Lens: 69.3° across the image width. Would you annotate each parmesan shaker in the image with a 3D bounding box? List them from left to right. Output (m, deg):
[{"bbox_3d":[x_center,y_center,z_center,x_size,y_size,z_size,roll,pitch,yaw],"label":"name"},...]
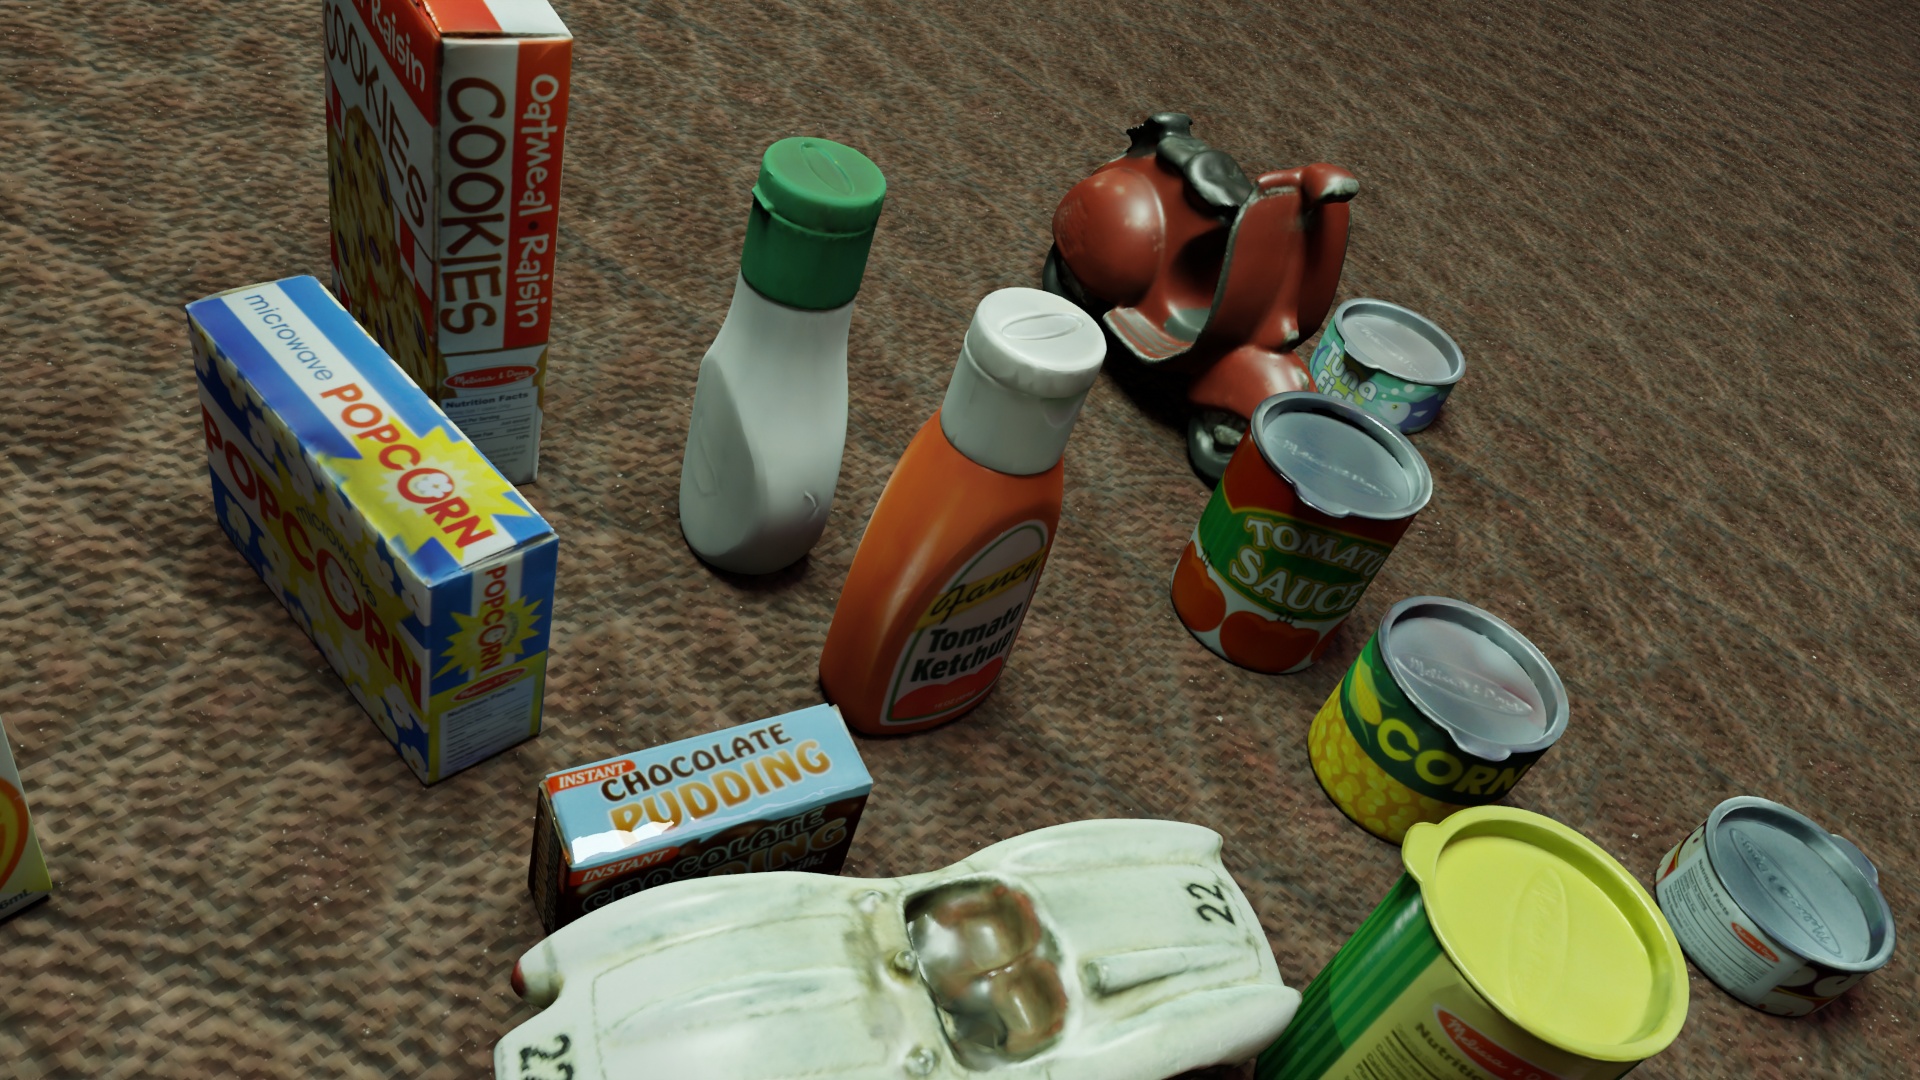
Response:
[{"bbox_3d":[0.123,0.124,0.358,0.071,0.102,0.072,11,42,-10],"label":"parmesan shaker"}]

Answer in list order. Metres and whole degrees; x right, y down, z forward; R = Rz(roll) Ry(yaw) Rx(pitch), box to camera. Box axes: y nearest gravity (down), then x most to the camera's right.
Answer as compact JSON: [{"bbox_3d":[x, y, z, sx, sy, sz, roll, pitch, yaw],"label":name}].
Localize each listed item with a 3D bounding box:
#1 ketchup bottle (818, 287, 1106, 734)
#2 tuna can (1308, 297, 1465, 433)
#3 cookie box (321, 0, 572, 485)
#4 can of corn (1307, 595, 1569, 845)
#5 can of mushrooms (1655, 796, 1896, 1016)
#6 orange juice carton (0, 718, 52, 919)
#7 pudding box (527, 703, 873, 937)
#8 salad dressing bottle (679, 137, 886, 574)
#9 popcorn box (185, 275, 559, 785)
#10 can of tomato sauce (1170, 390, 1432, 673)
[{"bbox_3d":[0.001,-0.005,0.413,0.065,0.148,0.043,-17,53,-35],"label":"ketchup bottle"},{"bbox_3d":[0.202,-0.083,0.664,0.071,0.032,0.071,11,42,-10],"label":"tuna can"},{"bbox_3d":[-0.171,-0.117,0.450,0.040,0.166,0.123,-13,51,-33],"label":"cookie box"},{"bbox_3d":[0.160,0.064,0.470,0.071,0.058,0.071,11,42,-10],"label":"can of corn"},{"bbox_3d":[0.277,0.123,0.472,0.071,0.033,0.071,11,42,-10],"label":"can of mushrooms"},{"bbox_3d":[-0.243,0.013,0.263,0.073,0.191,0.072,39,44,20],"label":"orange juice carton"},{"bbox_3d":[-0.069,0.077,0.372,0.084,0.049,0.030,-11,50,-31],"label":"pudding box"},{"bbox_3d":[-0.058,-0.054,0.443,0.044,0.146,0.064,-11,50,-31],"label":"salad dressing bottle"},{"bbox_3d":[-0.168,-0.005,0.393,0.127,0.084,0.038,42,45,22],"label":"popcorn box"},{"bbox_3d":[0.121,-0.001,0.506,0.071,0.082,0.071,11,42,-10],"label":"can of tomato sauce"}]
